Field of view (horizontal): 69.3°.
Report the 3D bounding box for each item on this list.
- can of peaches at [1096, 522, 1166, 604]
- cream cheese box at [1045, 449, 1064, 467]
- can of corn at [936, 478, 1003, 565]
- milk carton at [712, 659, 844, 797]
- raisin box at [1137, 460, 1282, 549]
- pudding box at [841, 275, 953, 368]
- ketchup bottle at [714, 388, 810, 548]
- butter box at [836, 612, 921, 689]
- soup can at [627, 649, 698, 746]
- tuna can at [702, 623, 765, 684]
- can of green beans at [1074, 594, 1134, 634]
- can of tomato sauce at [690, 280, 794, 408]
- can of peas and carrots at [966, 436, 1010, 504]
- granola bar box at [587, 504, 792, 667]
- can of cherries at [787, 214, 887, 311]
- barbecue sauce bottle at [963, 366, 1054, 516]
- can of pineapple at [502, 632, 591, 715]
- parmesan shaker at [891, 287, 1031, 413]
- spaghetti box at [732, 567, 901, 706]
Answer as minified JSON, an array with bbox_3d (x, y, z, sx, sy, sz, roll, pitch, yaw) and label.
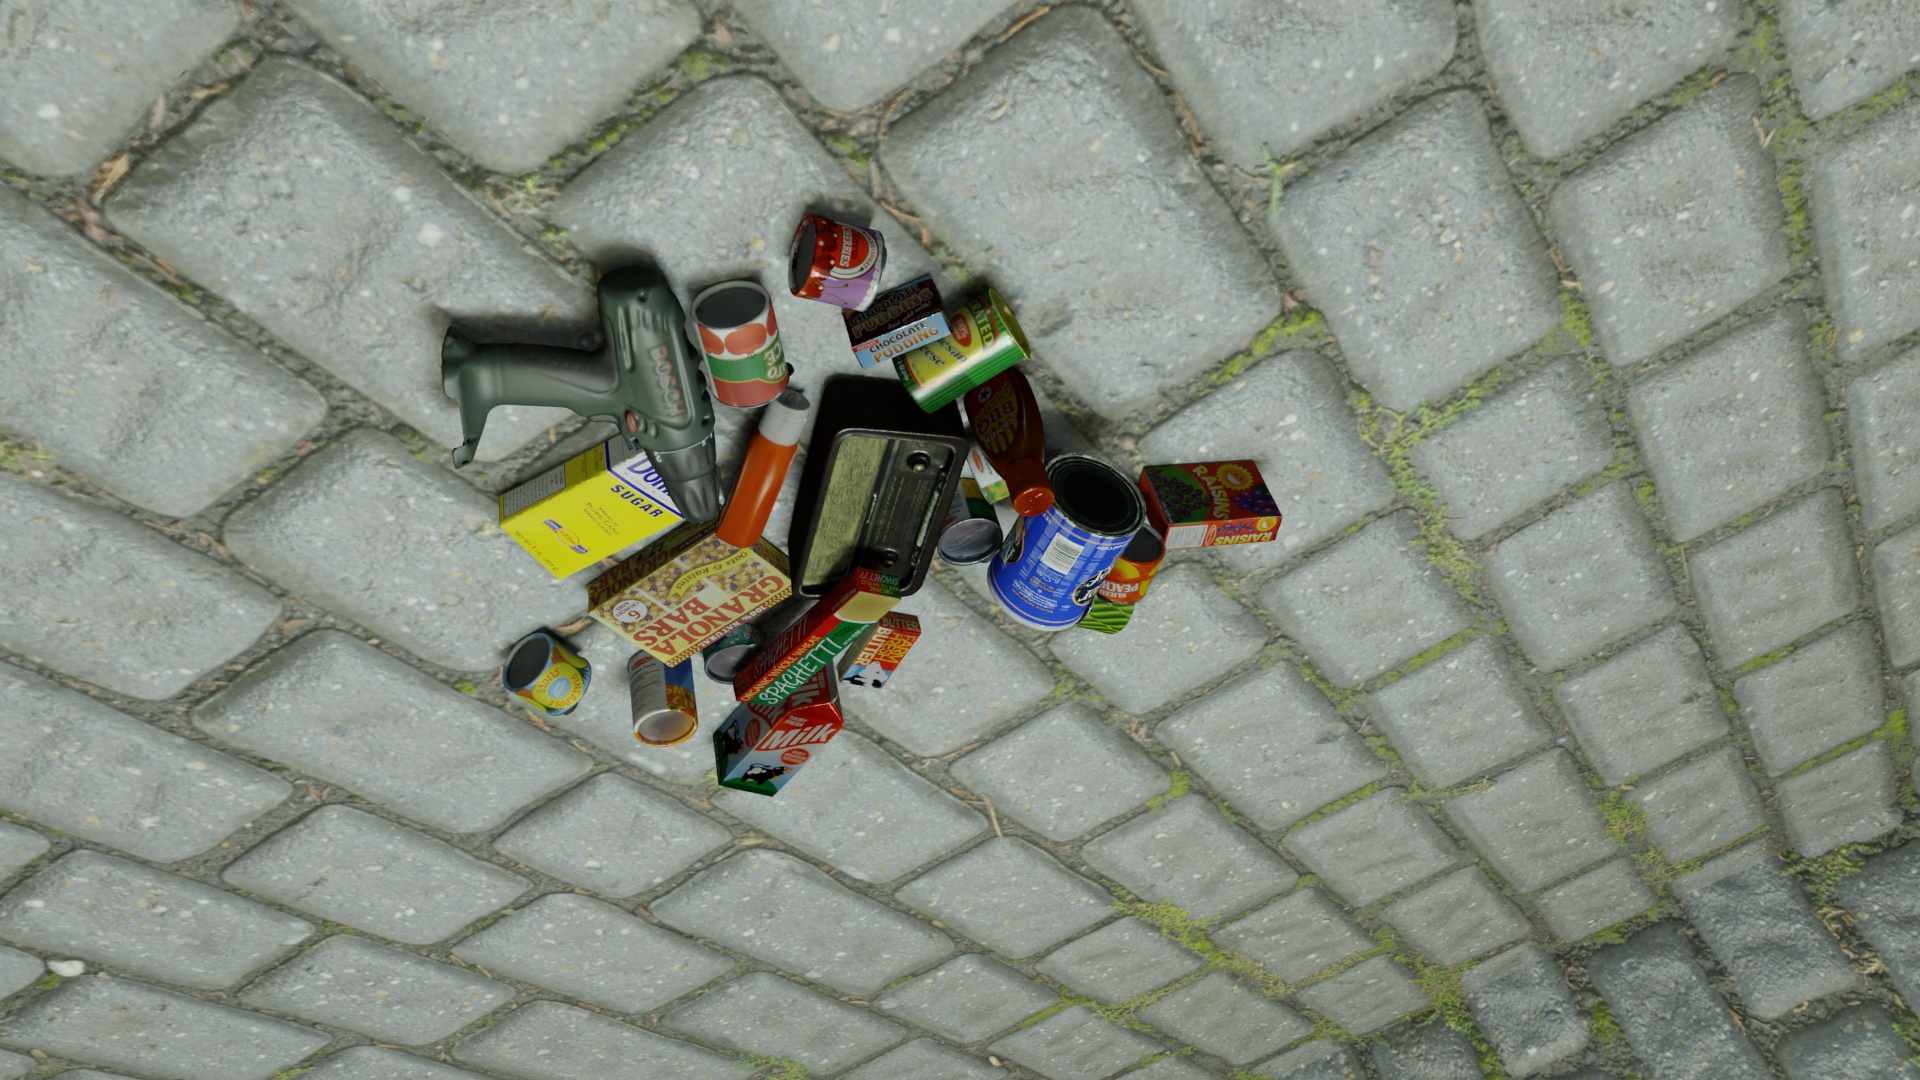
[{"bbox_3d":[0.161,0.021,1.360,0.071,0.071,0.057,2,135,-20],"label":"can of peaches"},{"bbox_3d":[0.095,-0.035,1.375,0.024,0.053,0.103,-11,139,-9],"label":"cream cheese box"},{"bbox_3d":[0.005,-0.017,1.360,0.071,0.058,0.070,-9,138,-8],"label":"can of corn"},{"bbox_3d":[-0.190,0.196,1.520,0.073,0.073,0.189,20,127,-34],"label":"milk carton"},{"bbox_3d":[0.250,-0.036,1.400,0.123,0.086,0.039,-5,136,-14],"label":"raisin box"},{"bbox_3d":[-0.053,-0.183,1.165,0.084,0.050,0.030,-21,140,6],"label":"pudding box"},{"bbox_3d":[-0.176,-0.066,1.247,0.043,0.065,0.148,25,120,-5],"label":"ketchup bottle"},{"bbox_3d":[-0.089,0.119,1.505,0.053,0.024,0.103,13,131,-29],"label":"butter box"},{"bbox_3d":[-0.306,0.162,1.435,0.071,0.084,0.071,-10,139,-9],"label":"soup can"},{"bbox_3d":[-0.234,0.116,1.448,0.071,0.033,0.070,-9,139,-8],"label":"tuna can"},{"bbox_3d":[0.145,0.064,1.491,0.058,0.071,0.071,15,130,-32],"label":"can of green beans"},{"bbox_3d":[-0.178,-0.161,1.135,0.071,0.071,0.082,-13,138,-5],"label":"can of tomato sauce"},{"bbox_3d":[0.041,-0.075,1.305,0.058,0.071,0.070,-25,138,8],"label":"can of peas and carrots"},{"bbox_3d":[-0.260,0.046,1.357,0.165,0.039,0.124,-31,136,15],"label":"granola bar box"},{"bbox_3d":[-0.098,-0.220,1.095,0.058,0.072,0.071,9,133,-25],"label":"can of cherries"},{"bbox_3d":[0.047,-0.086,1.230,0.064,0.149,0.043,-38,135,23],"label":"barbecue sauce bottle"},{"bbox_3d":[-0.410,0.134,1.380,0.071,0.071,0.057,-29,137,14],"label":"can of pineapple"},{"bbox_3d":[0.001,-0.159,1.192,0.103,0.071,0.071,-30,137,15],"label":"parmesan shaker"},{"bbox_3d":[-0.146,0.100,1.374,0.050,0.029,0.249,14,142,-34],"label":"spaghetti box"}]
